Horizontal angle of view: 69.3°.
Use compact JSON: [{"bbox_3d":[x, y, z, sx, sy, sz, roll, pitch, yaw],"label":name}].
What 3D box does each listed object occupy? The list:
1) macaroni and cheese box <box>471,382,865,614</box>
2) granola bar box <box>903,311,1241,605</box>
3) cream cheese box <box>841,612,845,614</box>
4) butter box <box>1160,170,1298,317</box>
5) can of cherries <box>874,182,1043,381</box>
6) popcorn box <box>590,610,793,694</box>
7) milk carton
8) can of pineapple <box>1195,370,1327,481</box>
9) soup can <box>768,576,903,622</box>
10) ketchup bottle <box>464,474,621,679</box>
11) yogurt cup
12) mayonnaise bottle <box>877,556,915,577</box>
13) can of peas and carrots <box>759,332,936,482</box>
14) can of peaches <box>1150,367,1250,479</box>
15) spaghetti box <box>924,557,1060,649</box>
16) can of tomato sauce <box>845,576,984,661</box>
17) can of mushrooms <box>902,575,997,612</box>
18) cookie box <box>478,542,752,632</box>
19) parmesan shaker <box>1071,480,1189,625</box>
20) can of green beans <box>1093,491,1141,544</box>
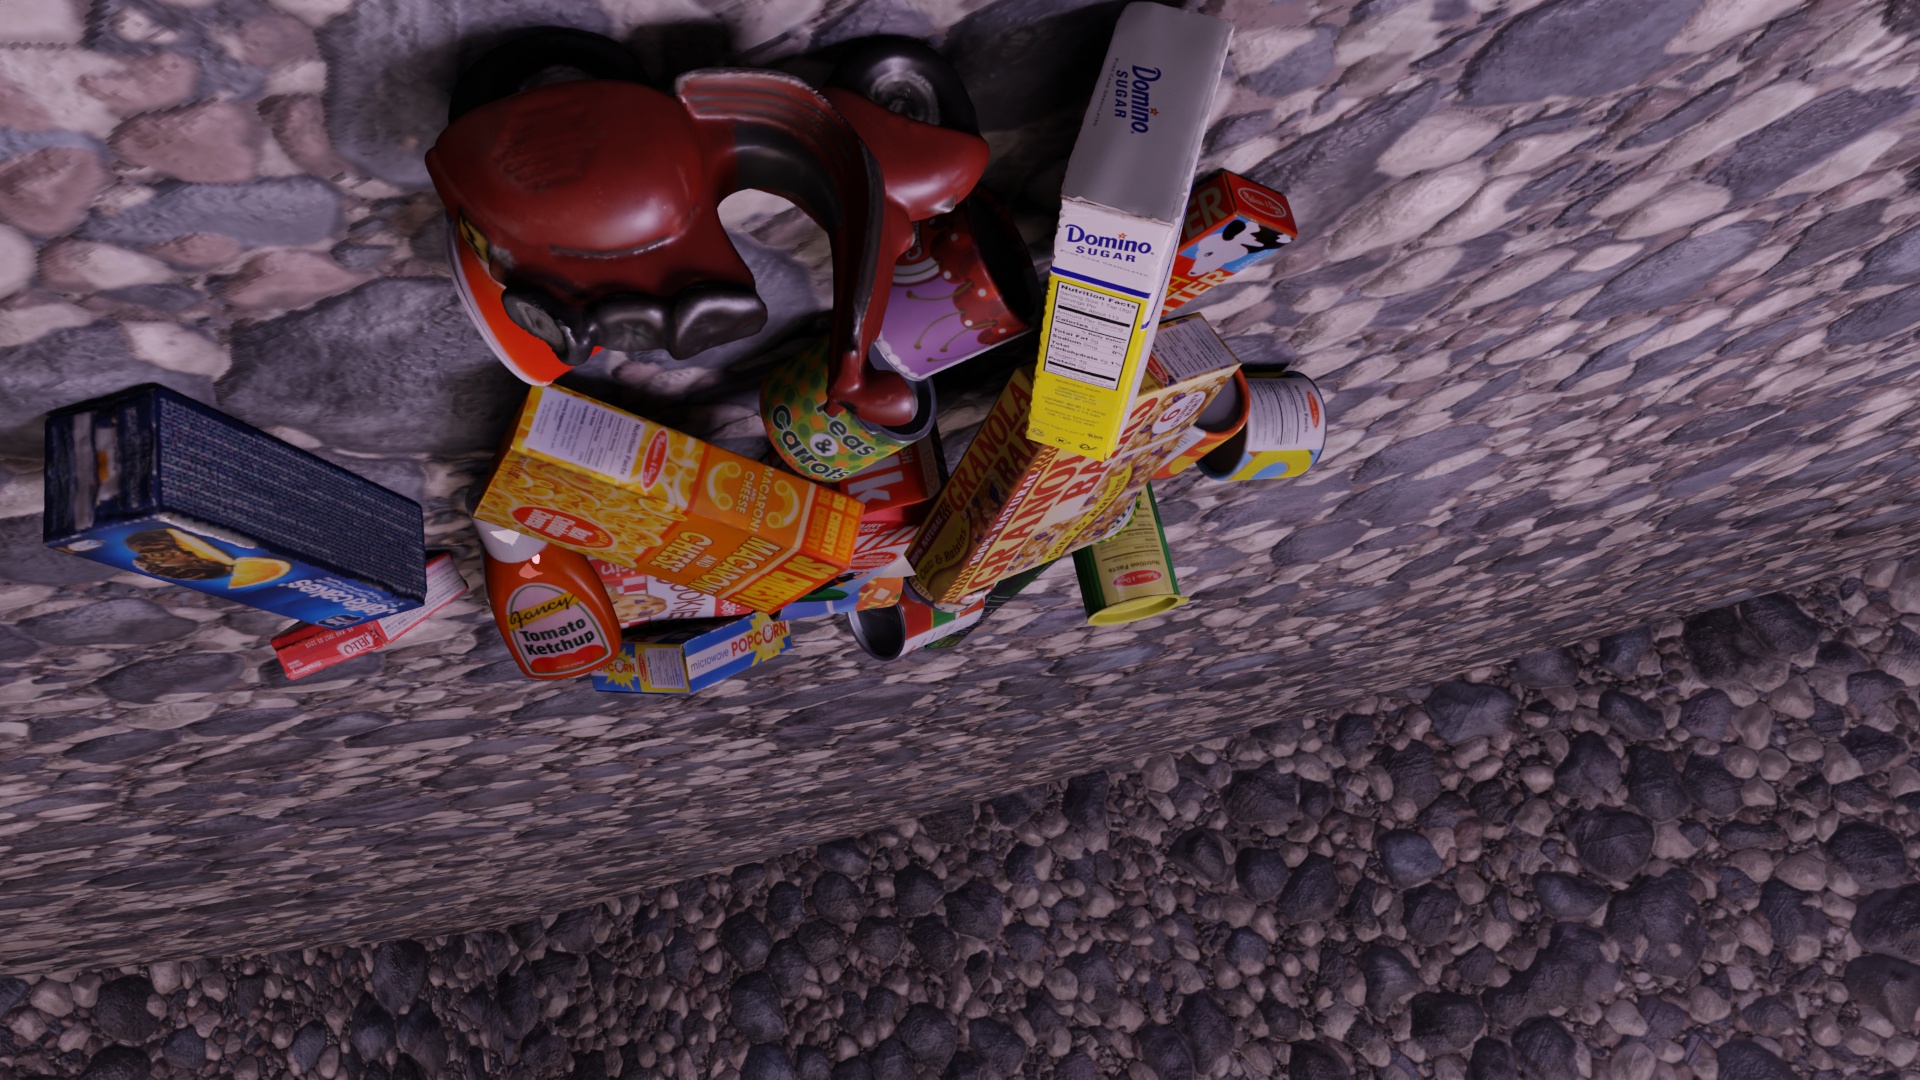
[{"bbox_3d":[-0.148,-0.017,0.697,0.166,0.040,0.123,20,158,-21],"label":"macaroni and cheese box"},{"bbox_3d":[0.053,-0.041,0.717,0.125,0.039,0.164,-21,158,-34],"label":"granola bar box"},{"bbox_3d":[-0.079,0.038,1.080,0.053,0.024,0.104,-21,162,24],"label":"cream cheese box"},{"bbox_3d":[0.100,-0.132,0.651,0.103,0.024,0.053,-27,159,39],"label":"butter box"},{"bbox_3d":[-0.007,-0.109,0.579,0.058,0.071,0.071,-21,161,24],"label":"can of cherries"},{"bbox_3d":[-0.190,0.074,0.989,0.085,0.038,0.127,-2,-170,28],"label":"popcorn box"},{"bbox_3d":[-0.064,-0.026,0.796,0.073,0.072,0.189,-2,160,-33],"label":"milk carton"},{"bbox_3d":[0.178,-0.069,0.844,0.058,0.071,0.070,-4,161,-26],"label":"can of pineapple"},{"bbox_3d":[-0.089,0.018,0.930,0.084,0.071,0.071,-6,162,-21],"label":"soup can"},{"bbox_3d":[-0.241,0.021,0.792,0.065,0.044,0.148,-13,141,-7],"label":"ketchup bottle"},{"bbox_3d":[-0.148,-0.098,0.515,0.054,0.072,0.072,-23,162,6],"label":"yogurt cup"},{"bbox_3d":[0.003,-0.011,0.912,0.148,0.065,0.041,-6,135,-29],"label":"mayonnaise bottle"},{"bbox_3d":[-0.055,-0.066,0.673,0.058,0.071,0.071,-25,159,37],"label":"can of peas and carrots"},{"bbox_3d":[0.121,-0.077,0.781,0.071,0.071,0.057,-3,160,-29],"label":"can of peaches"},{"bbox_3d":[0.018,0.028,1.074,0.029,0.050,0.249,-4,161,-22],"label":"spaghetti box"},{"bbox_3d":[-0.034,0.043,1.026,0.083,0.071,0.071,-21,172,-41],"label":"can of tomato sauce"},{"bbox_3d":[-0.007,0.017,0.985,0.071,0.071,0.033,-4,160,-25],"label":"can of mushrooms"},{"bbox_3d":[-0.218,0.027,0.909,0.168,0.040,0.122,-8,163,-14],"label":"cookie box"},{"bbox_3d":[0.110,0.000,0.954,0.071,0.103,0.071,-11,163,-3],"label":"parmesan shaker"},{"bbox_3d":[0.078,-0.034,0.883,0.071,0.071,0.058,-17,163,15],"label":"can of green beans"}]
